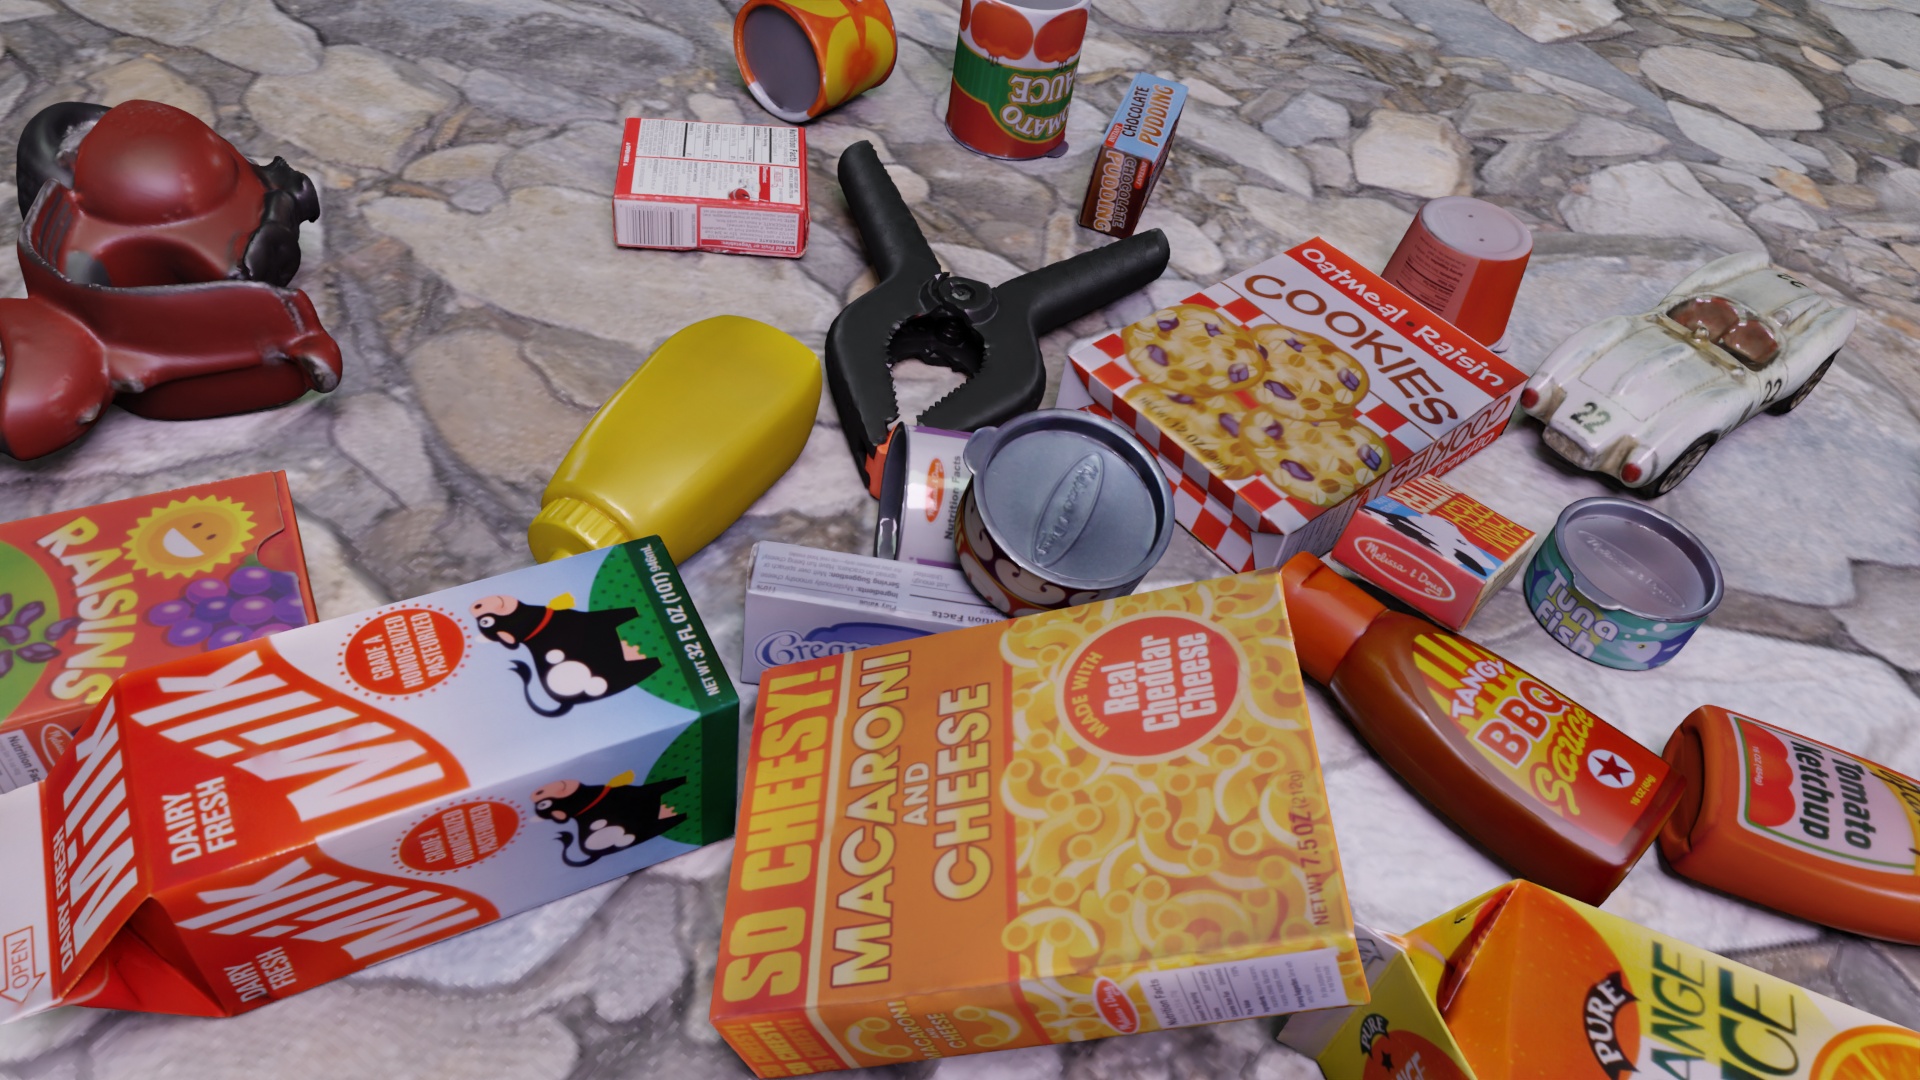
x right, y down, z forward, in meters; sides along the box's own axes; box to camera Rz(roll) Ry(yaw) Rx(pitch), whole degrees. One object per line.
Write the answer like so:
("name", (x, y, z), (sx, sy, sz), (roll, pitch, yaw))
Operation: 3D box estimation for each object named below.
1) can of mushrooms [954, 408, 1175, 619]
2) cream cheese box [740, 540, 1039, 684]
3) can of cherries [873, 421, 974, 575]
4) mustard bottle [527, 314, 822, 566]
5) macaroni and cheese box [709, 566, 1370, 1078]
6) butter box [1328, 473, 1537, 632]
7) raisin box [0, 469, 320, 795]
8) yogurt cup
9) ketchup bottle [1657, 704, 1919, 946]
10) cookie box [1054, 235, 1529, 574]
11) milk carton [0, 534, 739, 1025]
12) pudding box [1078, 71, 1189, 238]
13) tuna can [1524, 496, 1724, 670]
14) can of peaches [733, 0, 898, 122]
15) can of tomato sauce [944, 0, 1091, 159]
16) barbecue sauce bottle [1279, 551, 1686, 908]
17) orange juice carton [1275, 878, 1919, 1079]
("can of mushrooms", (0.031, -0.008, 0.449), (0.071, 0.033, 0.071), (6, 60, -11))
("cream cheese box", (-0.022, 0.031, 0.471), (0.104, 0.053, 0.024), (8, 48, -2))
("can of cherries", (0.002, -0.006, 0.503), (0.058, 0.071, 0.072), (6, 46, -10))
("mustard bottle", (-0.112, -0.023, 0.509), (0.065, 0.048, 0.161), (25, 48, 14))
("macaroni and cheese box", (0.020, 0.080, 0.398), (0.166, 0.040, 0.124), (-12, 43, 13))
("butter box", (0.183, 0.002, 0.530), (0.053, 0.024, 0.104), (34, 25, 22))
("raisin box", (-0.270, 0.030, 0.436), (0.124, 0.039, 0.086), (-14, 50, -23))
("yogurt cup", (0.240, -0.130, 0.673), (0.072, 0.053, 0.073), (5, 46, -5))
("ketchup bottle", (0.318, 0.108, 0.470), (0.149, 0.043, 0.065), (19, 46, 7))
("cookie box", (0.144, -0.061, 0.600), (0.168, 0.040, 0.123), (-28, 58, -31))
("milk carton", (-0.165, 0.069, 0.394), (0.191, 0.073, 0.072), (-16, 52, -23))
("pudding box", (0.089, -0.199, 0.713), (0.030, 0.049, 0.084), (20, 46, 6))
("tuna can", (0.261, 0.018, 0.551), (0.071, 0.032, 0.071), (5, 46, -6))
("can of peaches", (-0.076, -0.262, 0.728), (0.071, 0.070, 0.058), (34, 51, 21))
("can of tomato sauce", (0.031, -0.253, 0.730), (0.071, 0.082, 0.071), (5, 46, -5))
("barbecue sauce bottle", (0.170, 0.060, 0.487), (0.149, 0.043, 0.065), (38, 49, 24))
("orange juice carton", (0.187, 0.158, 0.378), (0.193, 0.071, 0.073), (20, 46, 8))
